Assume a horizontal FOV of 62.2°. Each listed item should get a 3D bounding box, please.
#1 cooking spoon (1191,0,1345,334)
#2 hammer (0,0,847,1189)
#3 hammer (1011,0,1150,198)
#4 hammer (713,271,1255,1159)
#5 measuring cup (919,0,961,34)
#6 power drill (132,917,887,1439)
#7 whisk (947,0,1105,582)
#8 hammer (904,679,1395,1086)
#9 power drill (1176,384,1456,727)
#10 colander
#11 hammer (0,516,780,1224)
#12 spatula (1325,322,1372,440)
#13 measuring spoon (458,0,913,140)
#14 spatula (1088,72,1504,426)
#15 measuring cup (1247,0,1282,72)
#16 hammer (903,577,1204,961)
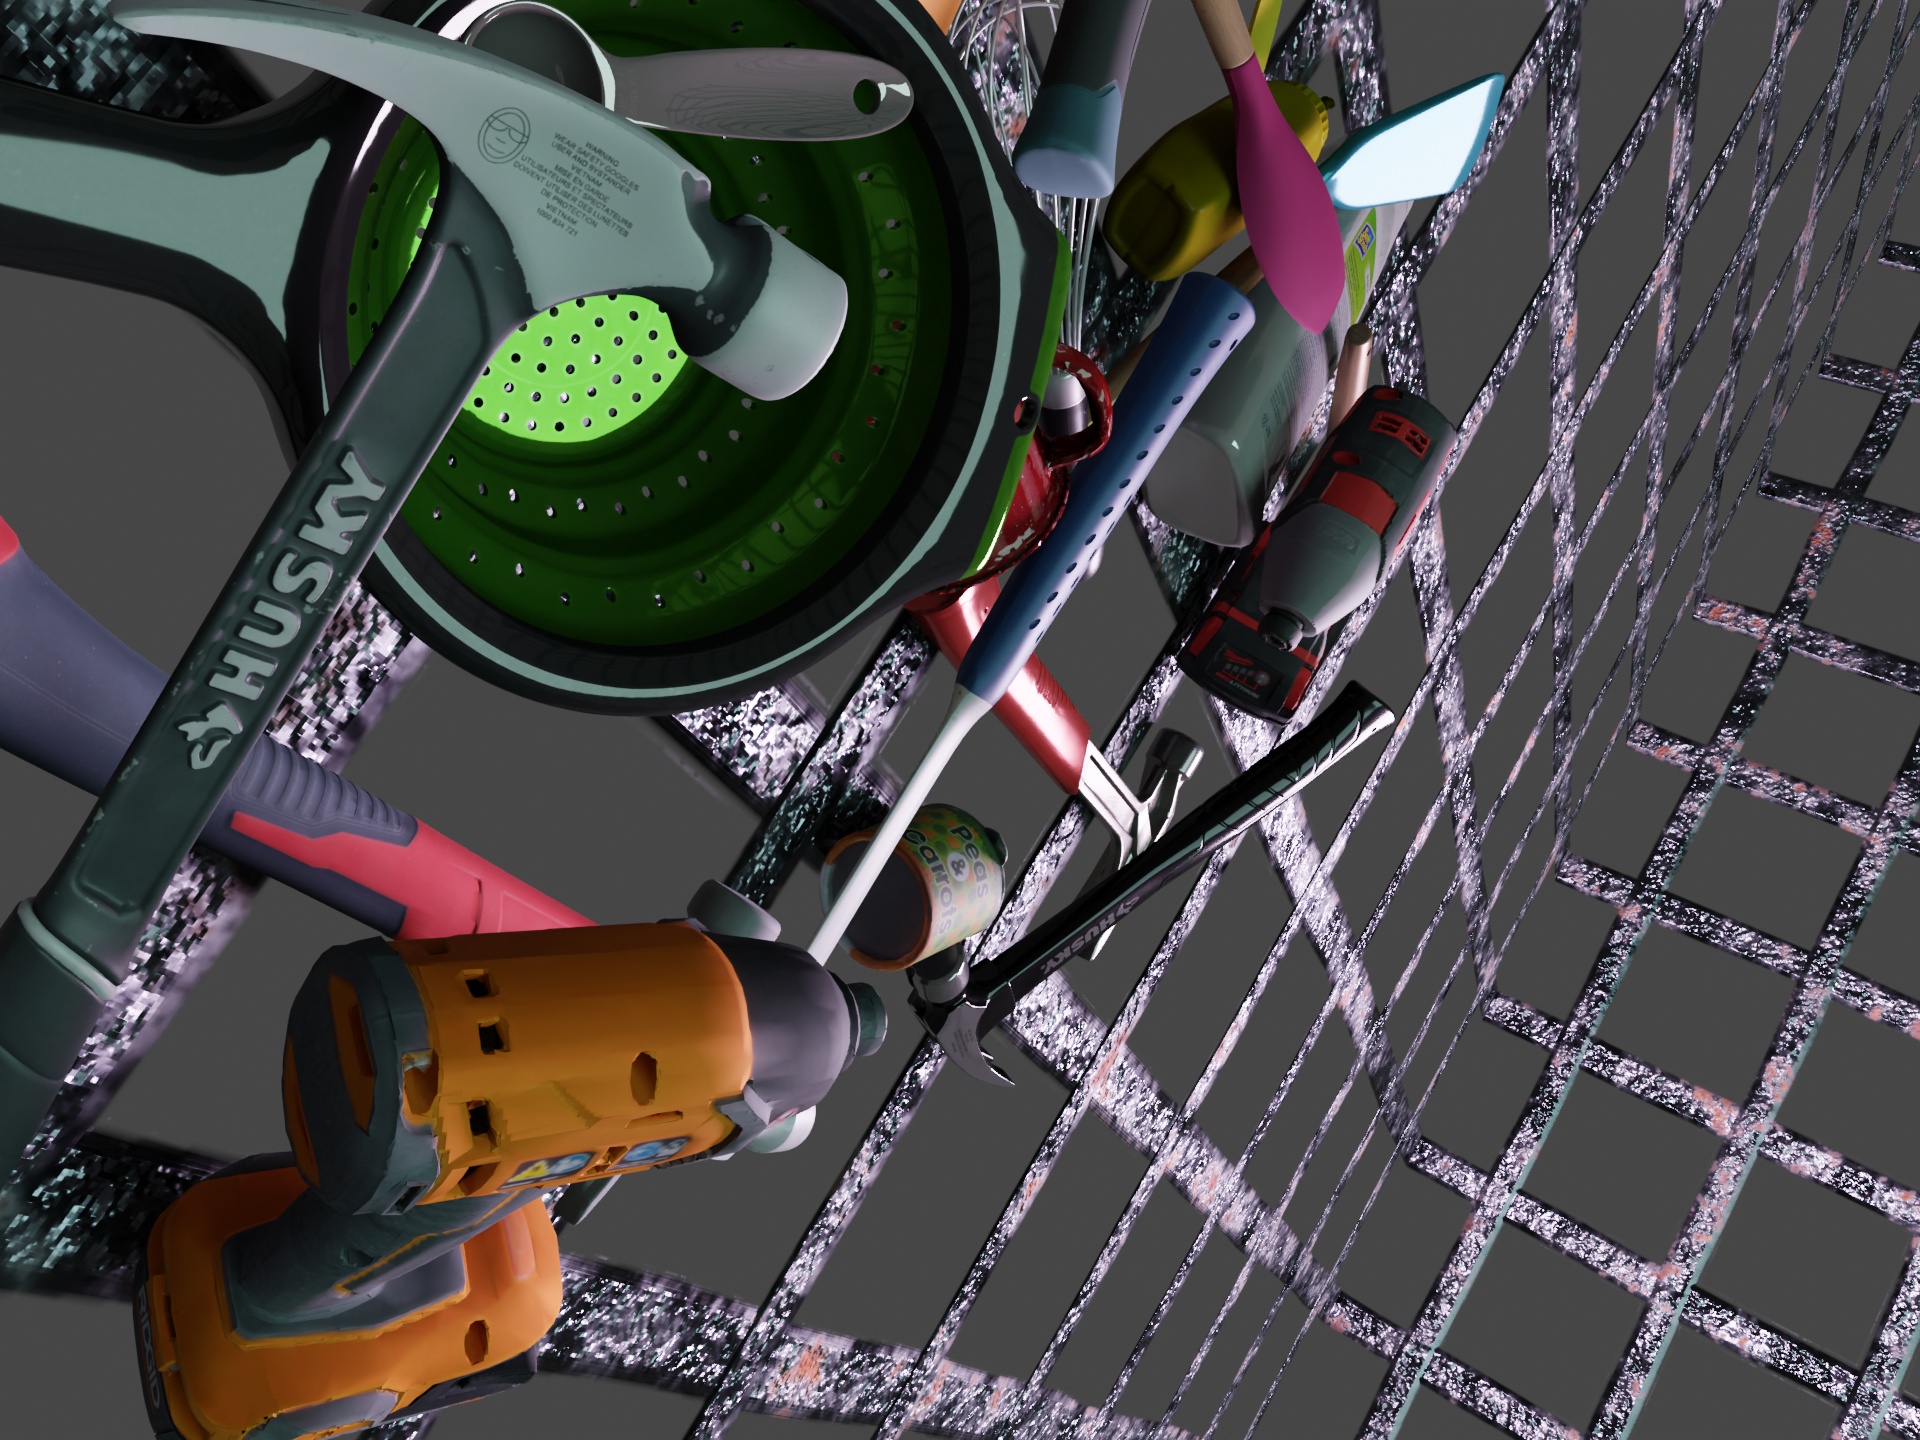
[{"bbox_3d":[0.101,-0.284,0.628,0.318,0.017,0.069,53,56,-40],"label":"cooking spoon"},{"bbox_3d":[-0.194,0.035,0.353,0.149,0.036,0.409,26,106,-41],"label":"hammer"},{"bbox_3d":[0.071,-0.312,0.520,0.128,0.033,0.331,57,45,-67],"label":"hammer"},{"bbox_3d":[-0.001,-0.002,0.638,0.405,0.035,0.144,-58,159,-2],"label":"hammer"},{"bbox_3d":[-0.010,-0.269,0.510,0.095,0.052,0.173,20,96,-61],"label":"measuring cup"},{"bbox_3d":[-0.131,0.132,0.460,0.164,0.084,0.226,3,143,-42],"label":"power drill"},{"bbox_3d":[0.037,-0.164,0.639,0.070,0.070,0.284,-46,144,-30],"label":"whisk"},{"bbox_3d":[0.116,0.081,0.894,0.335,0.035,0.146,-34,144,-16],"label":"hammer"},{"bbox_3d":[0.187,-0.077,0.864,0.143,0.078,0.219,-58,174,-13],"label":"power drill"},{"bbox_3d":[-0.153,-0.115,0.378,0.396,0.095,0.204,4,108,-40],"label":"colander"},{"bbox_3d":[-0.184,0.061,0.492,0.143,0.038,0.385,-57,150,-11],"label":"hammer"},{"bbox_3d":[0.225,-0.158,0.942,0.060,0.018,0.315,-62,165,-7],"label":"spatula"},{"bbox_3d":[-0.061,-0.144,0.366,0.124,0.018,0.034,-18,117,-40],"label":"measuring spoon"},{"bbox_3d":[0.132,-0.196,0.749,0.317,0.044,0.082,-44,164,-12],"label":"spatula"},{"bbox_3d":[0.132,-0.343,0.721,0.062,0.029,0.156,-37,153,-32],"label":"measuring cup"},{"bbox_3d":[0.044,0.014,0.827,0.149,0.037,0.358,-60,151,-9],"label":"hammer"}]
